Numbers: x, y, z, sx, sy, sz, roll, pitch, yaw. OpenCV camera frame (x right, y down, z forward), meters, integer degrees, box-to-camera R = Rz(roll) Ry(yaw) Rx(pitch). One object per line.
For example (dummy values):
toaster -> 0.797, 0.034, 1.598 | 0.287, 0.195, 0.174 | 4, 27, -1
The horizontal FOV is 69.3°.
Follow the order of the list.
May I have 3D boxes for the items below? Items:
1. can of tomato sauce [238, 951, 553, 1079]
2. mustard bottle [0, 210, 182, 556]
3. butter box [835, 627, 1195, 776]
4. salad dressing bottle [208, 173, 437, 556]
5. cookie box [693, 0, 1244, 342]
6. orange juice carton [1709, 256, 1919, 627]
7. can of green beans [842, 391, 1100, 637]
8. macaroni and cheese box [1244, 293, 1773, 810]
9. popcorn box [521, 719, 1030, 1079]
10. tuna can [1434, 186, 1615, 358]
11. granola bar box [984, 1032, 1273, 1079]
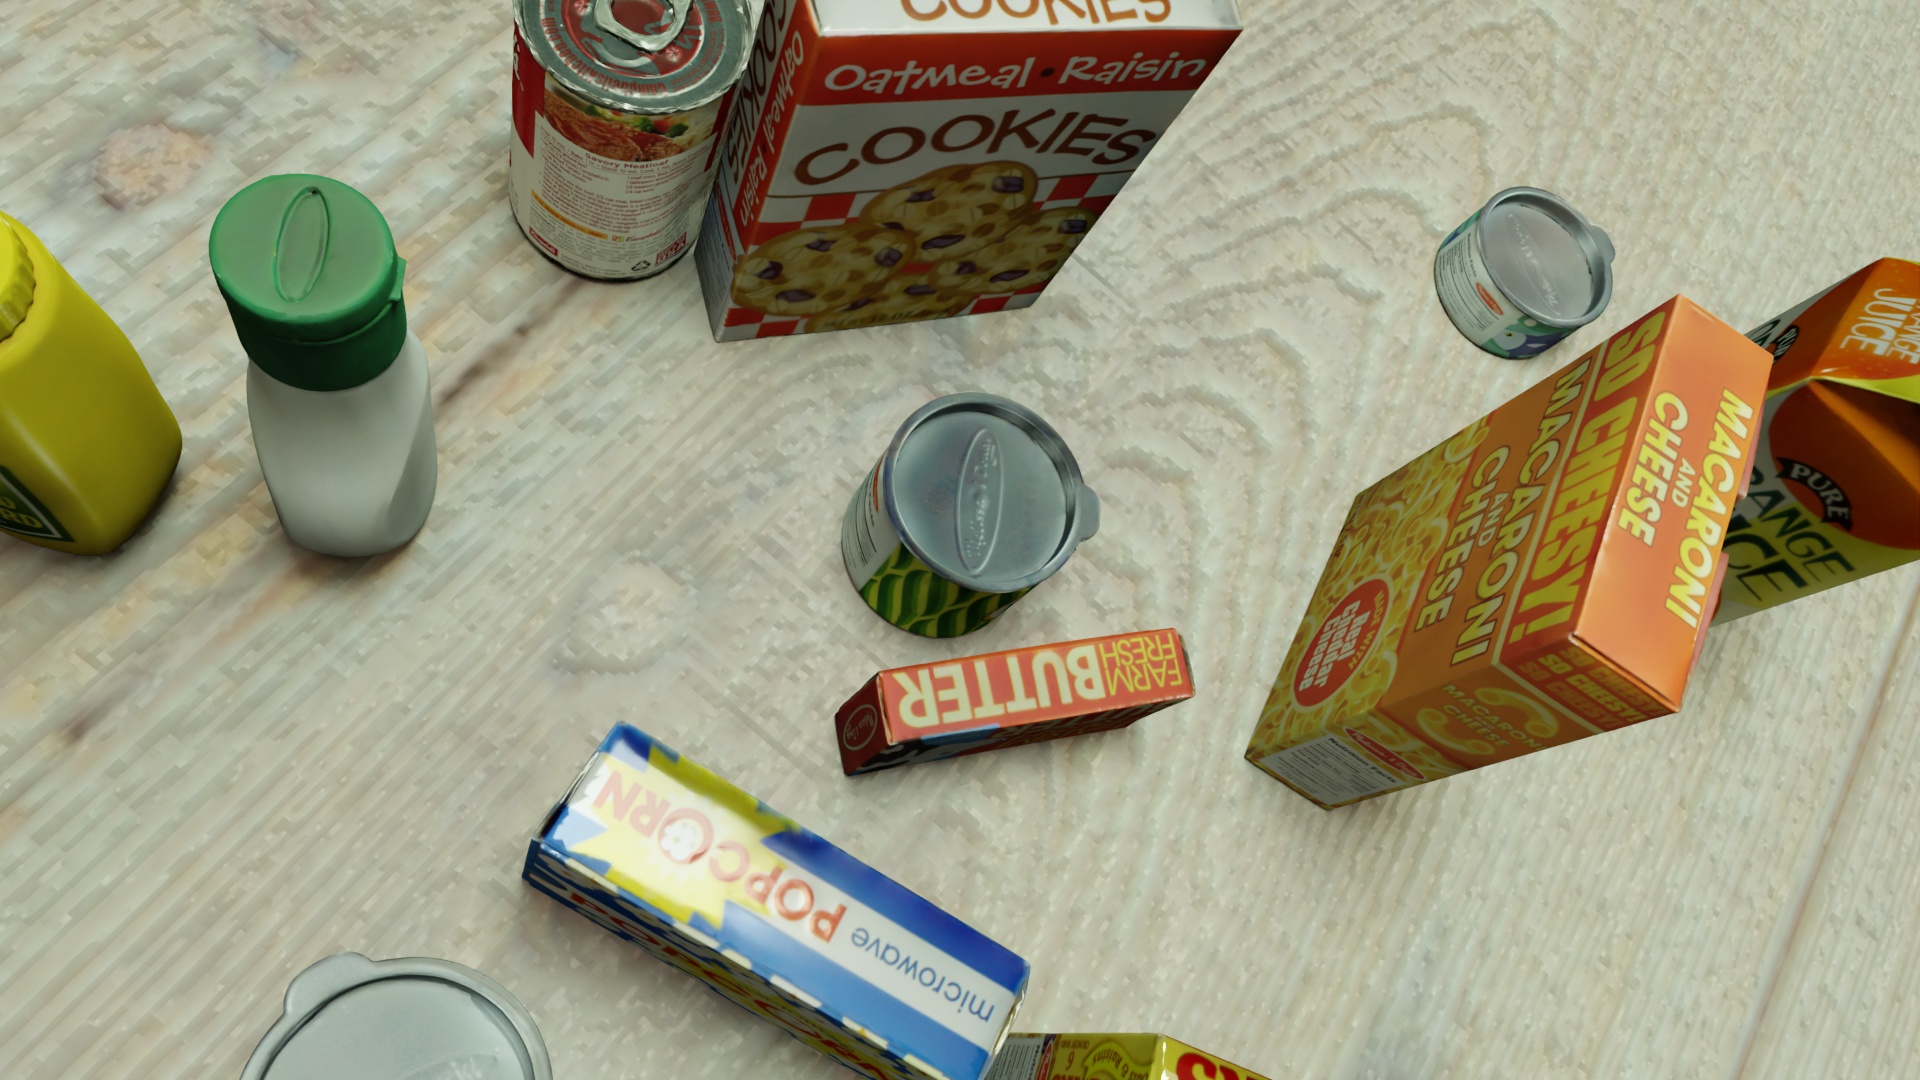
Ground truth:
can of tomato sauce -> -0.137, 0.137, 0.339 | 0.071, 0.082, 0.071 | 6, 69, -17
mustard bottle -> -0.232, -0.043, 0.328 | 0.065, 0.159, 0.049 | 25, 65, -9
butter box -> 0.017, 0.051, 0.439 | 0.104, 0.053, 0.024 | -7, 74, -21
salad dressing bottle -> -0.161, -0.040, 0.359 | 0.044, 0.147, 0.064 | 7, 69, -16
cookie box -> -0.008, -0.122, 0.430 | 0.123, 0.166, 0.040 | -10, 75, -22
orange juice carton -> 0.288, -0.029, 0.484 | 0.073, 0.192, 0.072 | 46, 64, 1
can of green beans -> -0.001, -0.007, 0.452 | 0.071, 0.057, 0.071 | 6, 69, -17
macaroni and cheese box -> 0.168, 0.012, 0.442 | 0.040, 0.165, 0.124 | 33, 64, -6
popcorn box -> -0.053, 0.104, 0.378 | 0.127, 0.085, 0.038 | 32, 64, -6
tuna can -> 0.239, -0.113, 0.587 | 0.071, 0.032, 0.071 | 6, 69, -17
granola bar box -> 0.096, 0.183, 0.379 | 0.165, 0.123, 0.039 | 25, 65, -9
